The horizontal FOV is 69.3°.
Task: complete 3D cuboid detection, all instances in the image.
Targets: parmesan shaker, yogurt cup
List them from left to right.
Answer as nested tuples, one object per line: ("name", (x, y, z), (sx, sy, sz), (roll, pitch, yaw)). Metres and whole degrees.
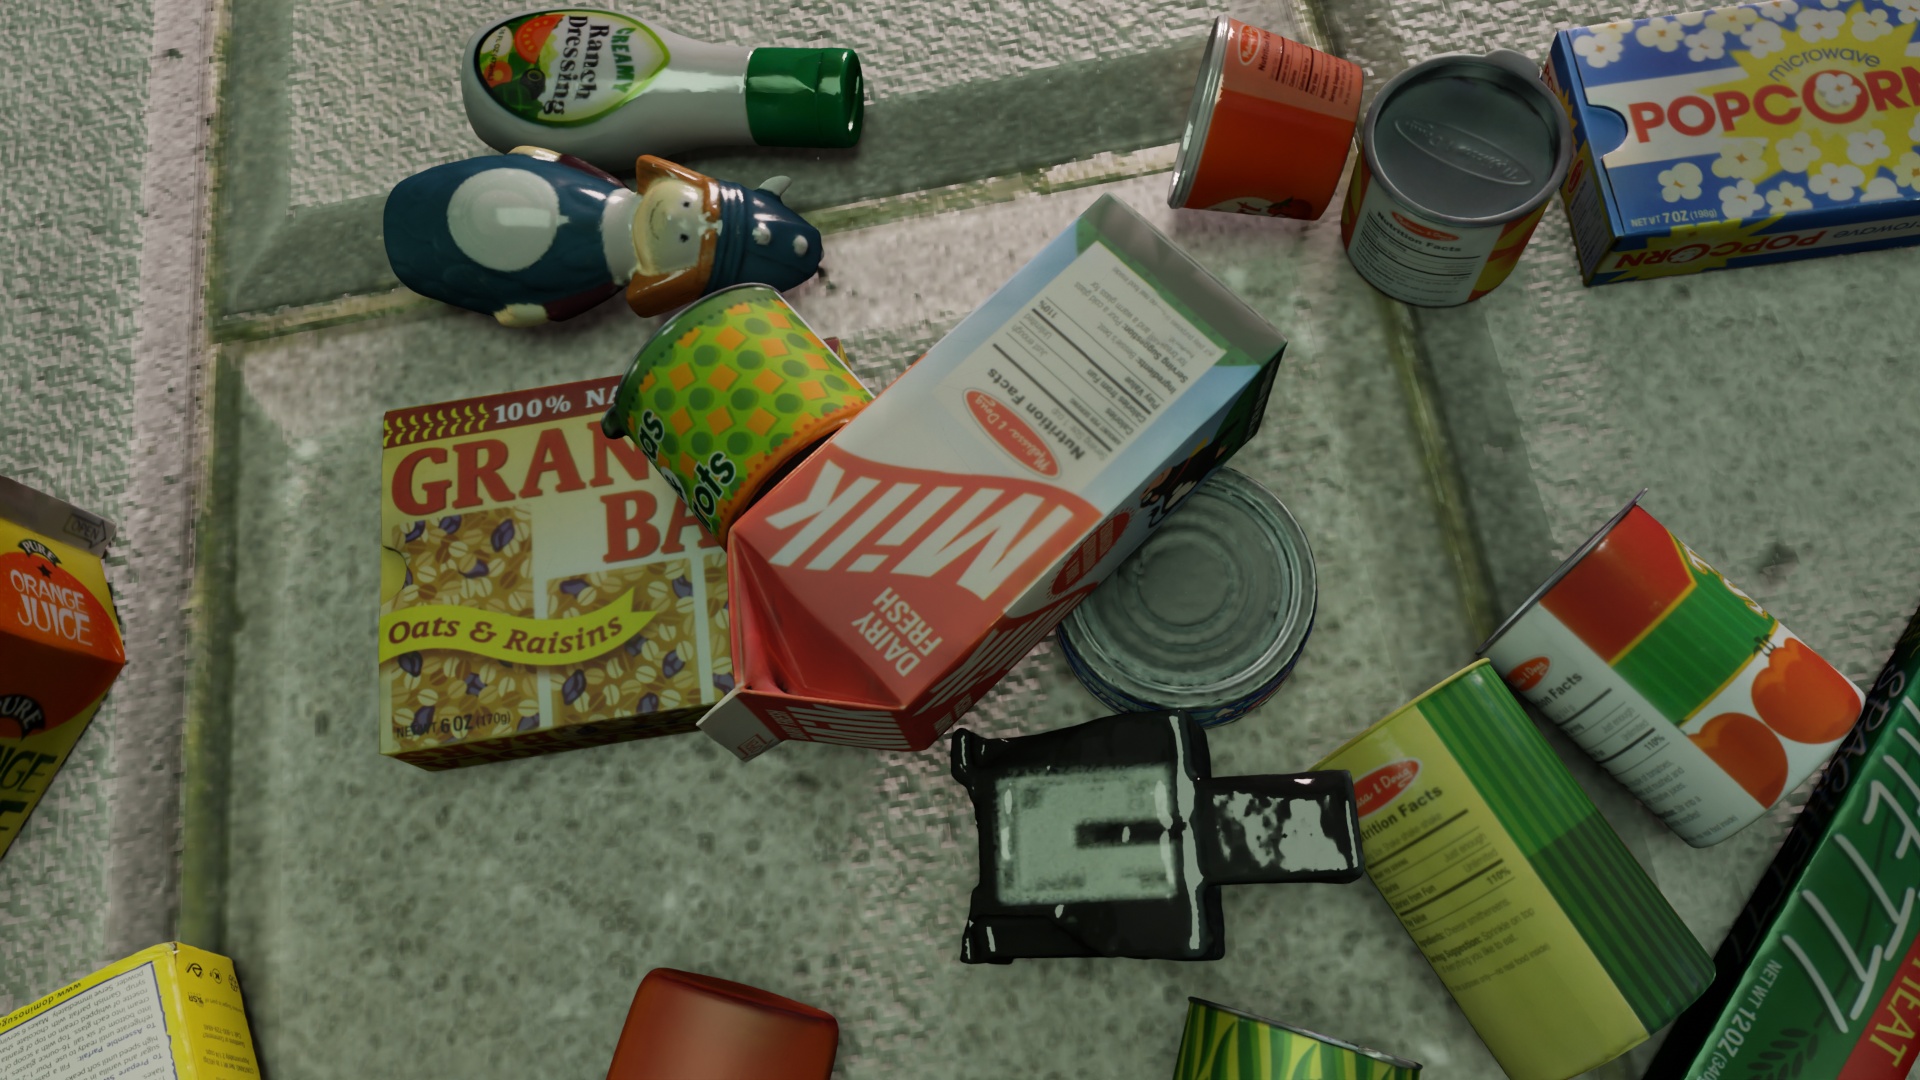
("yogurt cup", (0.108, -0.146, 0.491), (0.054, 0.072, 0.072), (13, 74, 2))
("parmesan shaker", (0.155, 0.096, 0.406), (0.071, 0.071, 0.103), (-31, 72, -4))

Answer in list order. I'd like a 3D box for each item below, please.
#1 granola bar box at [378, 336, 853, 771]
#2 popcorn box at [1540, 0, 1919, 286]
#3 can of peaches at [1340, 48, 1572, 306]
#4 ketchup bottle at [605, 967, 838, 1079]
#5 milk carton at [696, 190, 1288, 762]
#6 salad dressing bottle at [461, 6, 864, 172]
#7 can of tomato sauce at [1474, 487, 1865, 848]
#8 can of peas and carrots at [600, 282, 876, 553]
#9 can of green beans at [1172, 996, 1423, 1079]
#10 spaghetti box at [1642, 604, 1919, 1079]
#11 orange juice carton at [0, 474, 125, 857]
("granola bar box", (-0.112, 0.005, 0.476), (0.165, 0.039, 0.124), (-9, 71, 3))
("popcorn box", (0.277, -0.141, 0.484), (0.127, 0.038, 0.085), (-7, 72, 3))
("can of peaches", (0.170, -0.124, 0.479), (0.071, 0.058, 0.071), (-2, 71, 6))
("ketchup bottle", (-0.085, 0.206, 0.403), (0.065, 0.043, 0.149), (16, 74, -2))
("milk carton", (0.001, -0.005, 0.411), (0.191, 0.072, 0.073), (-43, 74, -11))
("salad dressing bottle", (-0.112, -0.172, 0.532), (0.148, 0.044, 0.064), (4, 71, 7))
("can of tomato sauce", (0.211, 0.038, 0.416), (0.071, 0.071, 0.083), (-42, 73, -8))
("can of peas and carrots", (-0.064, -0.034, 0.427), (0.071, 0.070, 0.059), (-40, 73, -7))
("can of green beans", (0.089, 0.165, 0.387), (0.071, 0.071, 0.058), (13, 74, 10))
("spaghetti box", (0.263, 0.111, 0.406), (0.050, 0.028, 0.250), (34, 78, 15))
("orange juice carton", (-0.360, 0.068, 0.464), (0.073, 0.071, 0.193), (23, 76, 13))
